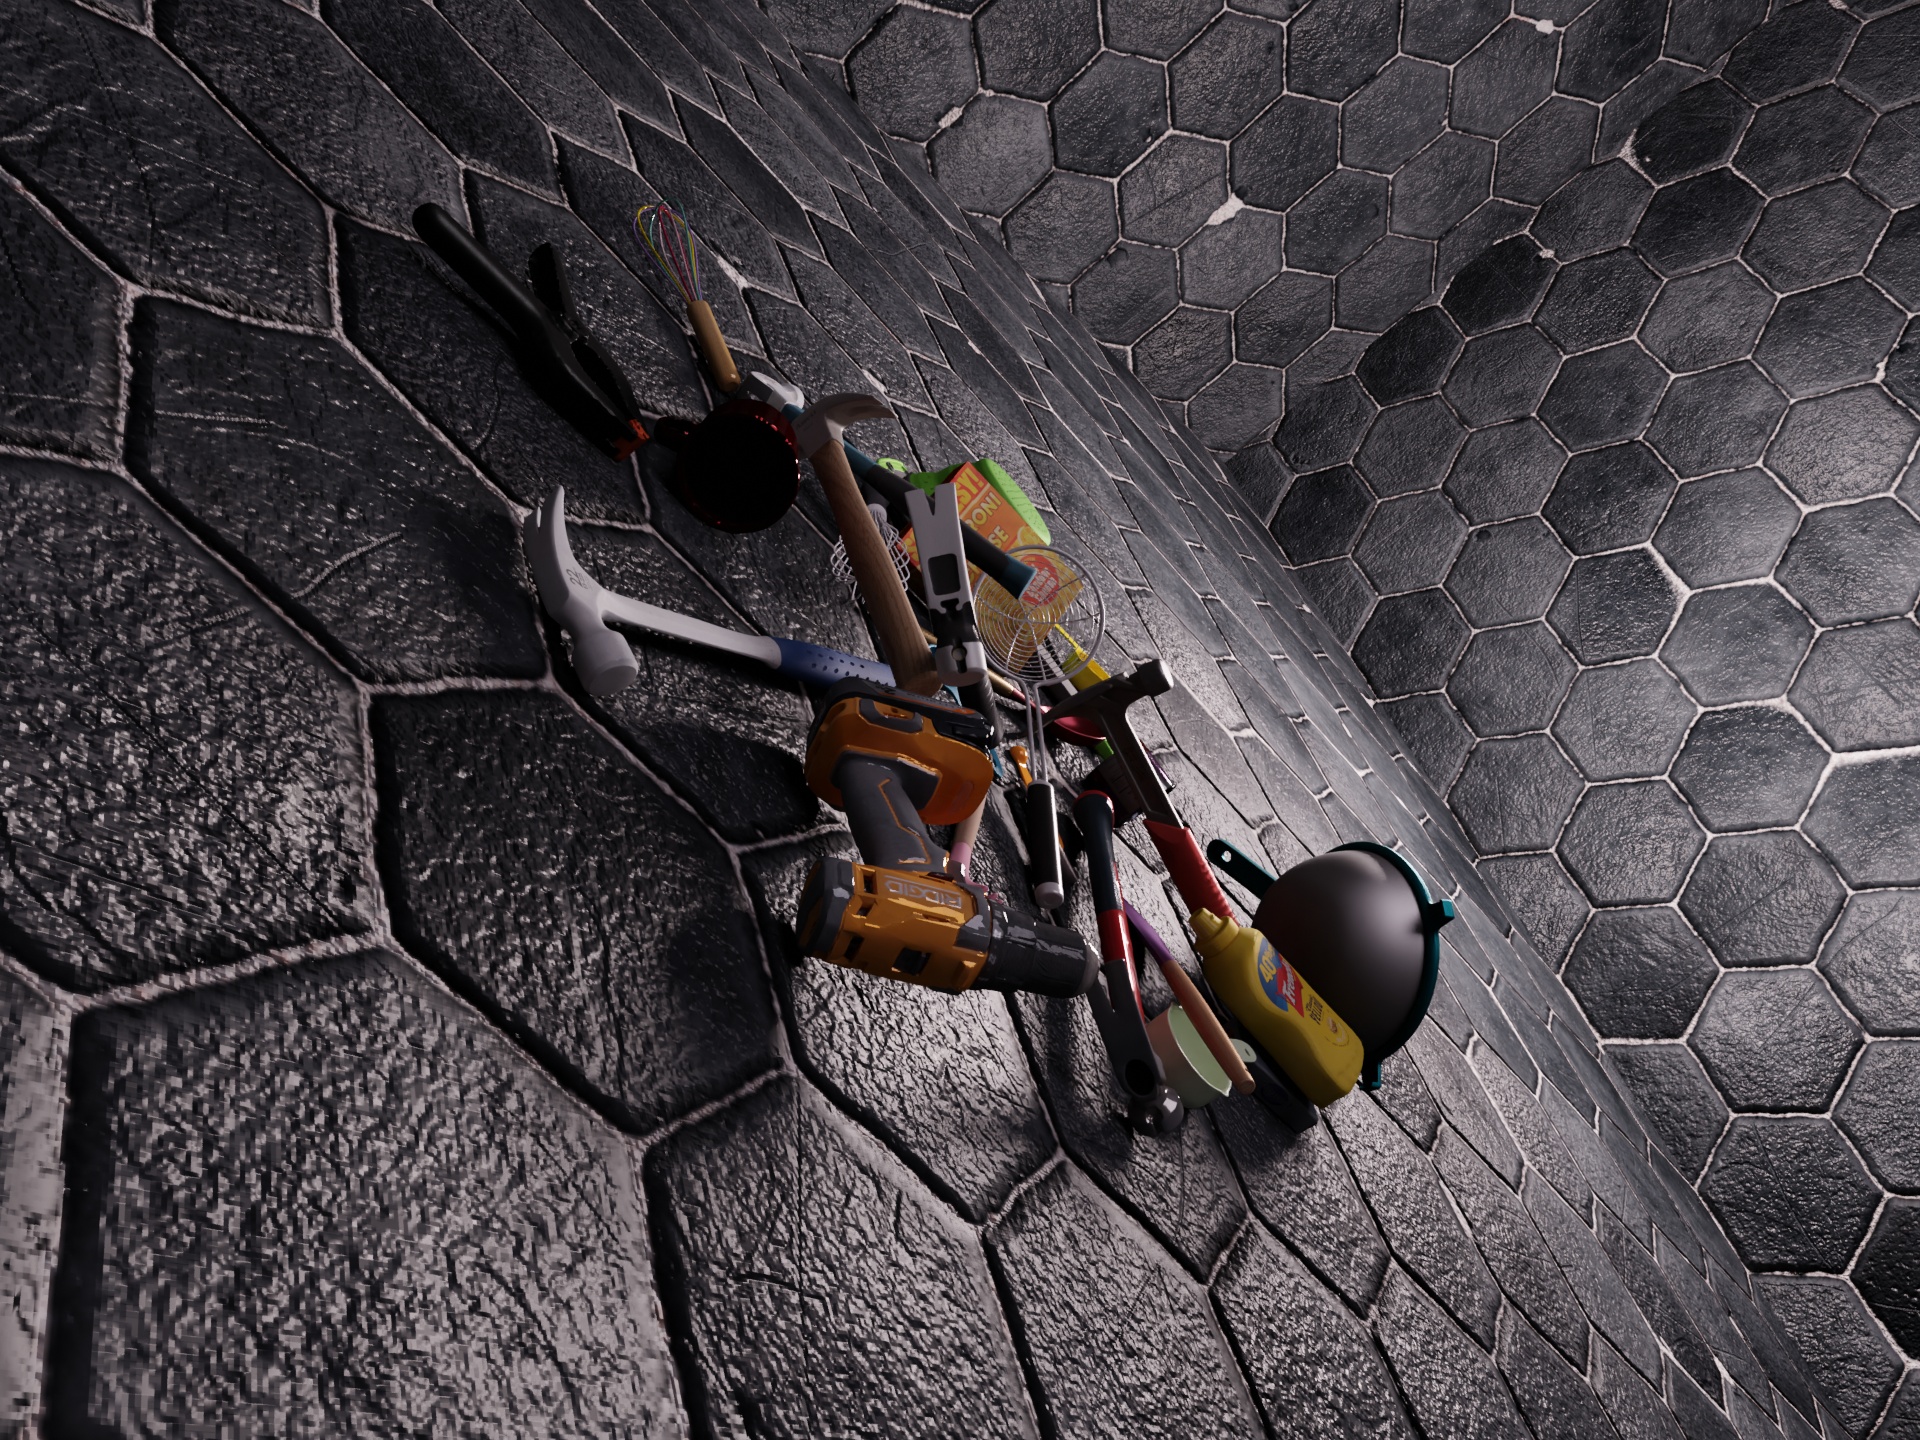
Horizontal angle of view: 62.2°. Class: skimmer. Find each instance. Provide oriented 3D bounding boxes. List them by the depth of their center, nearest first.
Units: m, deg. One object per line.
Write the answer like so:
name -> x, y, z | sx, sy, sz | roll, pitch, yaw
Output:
skimmer -> 0.072, -0.005, 1.347 | 0.127, 0.090, 0.364 | 11, 42, -12

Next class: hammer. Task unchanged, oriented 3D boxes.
hammer -> -0.140, -0.054, 1.097 | 0.405, 0.035, 0.144 | 15, 40, -59
hammer -> 0.004, -0.050, 1.180 | 0.334, 0.035, 0.146 | 72, 7, -72
hammer -> -0.075, -0.141, 1.248 | 0.031, 0.130, 0.332 | 31, 27, -45
hammer -> 0.114, 0.145, 1.249 | 0.387, 0.038, 0.143 | -92, 162, -64
hammer -> -0.066, -0.211, 1.405 | 0.331, 0.033, 0.128 | 37, 14, 15
hammer -> 0.194, 0.131, 1.439 | 0.359, 0.149, 0.037 | 63, 19, -1

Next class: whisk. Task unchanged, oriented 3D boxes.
whisk -> -0.077, -0.172, 1.428 | 0.070, 0.070, 0.285 | 44, 16, -19
whisk -> -0.246, -0.396, 1.468 | 0.047, 0.051, 0.245 | 30, 31, -58

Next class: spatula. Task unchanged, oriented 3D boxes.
spatula -> 0.174, 0.208, 1.251 | 0.059, 0.018, 0.316 | 44, 6, -19

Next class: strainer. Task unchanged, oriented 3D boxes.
strainer -> 0.308, 0.189, 1.529 | 0.095, 0.211, 0.341 | 11, 16, -30

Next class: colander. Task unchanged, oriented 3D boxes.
colander -> 0.073, -0.131, 1.606 | 0.397, 0.094, 0.204 | 53, 15, 1

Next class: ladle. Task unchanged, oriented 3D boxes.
ladle -> 0.028, -0.038, 1.452 | 0.315, 0.031, 0.069 | 29, 6, -42

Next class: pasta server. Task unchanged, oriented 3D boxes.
pasta server -> 0.007, 0.080, 1.181 | 0.060, 0.040, 0.316 | 27, 21, -4

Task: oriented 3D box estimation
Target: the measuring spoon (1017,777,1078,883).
measuring spoon -> 0.067, 0.092, 1.333 | 0.034, 0.018, 0.124 | 59, 2, -44

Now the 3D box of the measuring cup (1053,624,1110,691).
measuring cup -> 0.110, -0.078, 1.729 | 0.062, 0.029, 0.157 | 27, 19, -49

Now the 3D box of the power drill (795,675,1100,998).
power drill -> -0.011, 0.080, 1.002 | 0.185, 0.084, 0.226 | 16, 33, -18

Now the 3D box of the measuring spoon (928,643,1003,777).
measuring spoon -> -0.002, -0.004, 1.354 | 0.128, 0.021, 0.042 | 61, 28, 1

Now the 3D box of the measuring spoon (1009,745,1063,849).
measuring spoon -> 0.069, 0.065, 1.383 | 0.021, 0.011, 0.117 | 29, 29, -47

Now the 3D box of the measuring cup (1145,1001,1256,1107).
measuring cup -> 0.192, 0.269, 1.256 | 0.167, 0.038, 0.083 | 21, 35, -58
